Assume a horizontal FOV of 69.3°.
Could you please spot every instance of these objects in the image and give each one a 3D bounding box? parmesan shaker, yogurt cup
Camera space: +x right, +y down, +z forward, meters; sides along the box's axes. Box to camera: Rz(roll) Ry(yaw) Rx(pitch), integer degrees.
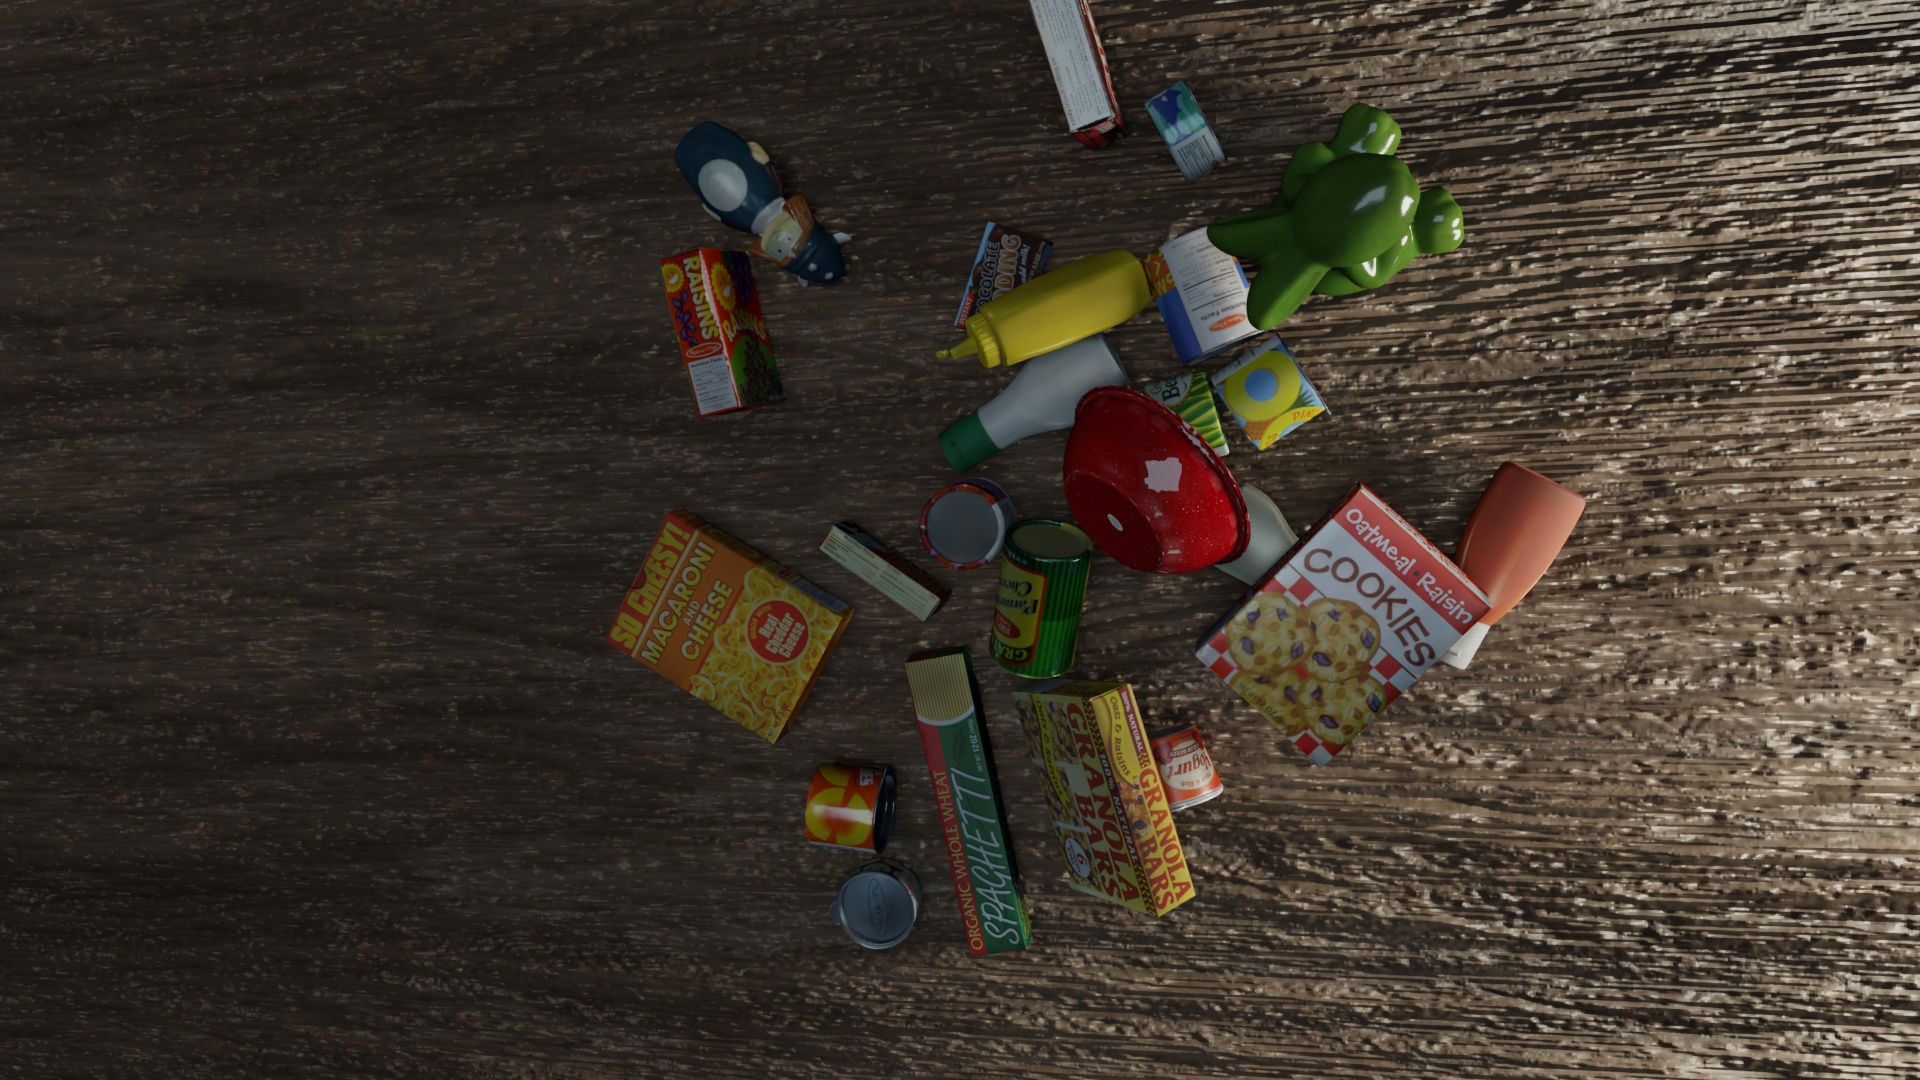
[{"bbox_3d":[0.058,0.042,1.043,0.071,0.072,0.102,12,118,10],"label":"parmesan shaker"},{"bbox_3d":[0.160,0.172,1.055,0.072,0.072,0.054,-17,86,14],"label":"yogurt cup"}]

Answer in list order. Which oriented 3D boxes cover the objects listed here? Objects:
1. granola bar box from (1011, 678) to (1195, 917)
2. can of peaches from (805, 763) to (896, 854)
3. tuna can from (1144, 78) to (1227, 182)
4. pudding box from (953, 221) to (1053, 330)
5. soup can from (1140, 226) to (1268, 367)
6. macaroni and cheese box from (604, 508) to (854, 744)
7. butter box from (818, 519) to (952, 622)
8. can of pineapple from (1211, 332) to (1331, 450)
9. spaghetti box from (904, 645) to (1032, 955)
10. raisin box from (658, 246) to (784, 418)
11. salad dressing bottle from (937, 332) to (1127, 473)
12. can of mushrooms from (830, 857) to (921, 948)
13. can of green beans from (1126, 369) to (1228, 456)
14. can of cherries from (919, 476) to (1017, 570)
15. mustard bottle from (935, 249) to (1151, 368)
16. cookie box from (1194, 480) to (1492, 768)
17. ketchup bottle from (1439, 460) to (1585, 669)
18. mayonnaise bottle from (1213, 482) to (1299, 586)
[{"bbox_3d":[0.105,0.187,1.040,0.039,0.124,0.165,-19,95,-25],"label":"granola bar box"},{"bbox_3d":[-0.087,0.211,1.110,0.058,0.071,0.071,4,99,12],"label":"can of peaches"},{"bbox_3d":[0.160,-0.294,0.991,0.033,0.071,0.071,-29,91,15],"label":"tuna can"},{"bbox_3d":[0.032,-0.194,1.048,0.050,0.030,0.083,22,101,9],"label":"pudding box"},{"bbox_3d":[0.174,-0.176,1.003,0.071,0.071,0.084,-23,89,14],"label":"soup can"},{"bbox_3d":[-0.188,0.068,1.124,0.166,0.040,0.123,30,102,6],"label":"macaroni and cheese box"},{"bbox_3d":[-0.058,0.023,1.084,0.103,0.053,0.024,34,101,5],"label":"butter box"},{"bbox_3d":[0.223,-0.105,1.002,0.058,0.071,0.071,-34,90,15],"label":"can of pineapple"},{"bbox_3d":[0.008,0.209,1.109,0.050,0.029,0.249,-11,95,14],"label":"spaghetti box"},{"bbox_3d":[-0.183,-0.160,1.068,0.040,0.086,0.123,-12,95,18],"label":"raisin box"},{"bbox_3d":[0.053,-0.103,1.050,0.147,0.044,0.064,-30,95,15],"label":"salad dressing bottle"},{"bbox_3d":[-0.068,0.295,1.134,0.071,0.033,0.071,2,99,11],"label":"can of mushrooms"},{"bbox_3d":[0.160,-0.087,1.017,0.058,0.071,0.071,-16,94,13],"label":"can of green beans"},{"bbox_3d":[0.004,-0.013,1.064,0.071,0.058,0.071,2,98,11],"label":"can of cherries"},{"bbox_3d":[0.056,-0.161,1.006,0.160,0.065,0.048,-24,114,-5],"label":"mustard bottle"},{"bbox_3d":[0.270,0.059,0.987,0.123,0.040,0.167,42,106,1],"label":"cookie box"},{"bbox_3d":[0.383,0.021,0.998,0.065,0.043,0.148,28,102,8],"label":"ketchup bottle"},{"bbox_3d":[0.244,0.026,1.029,0.148,0.041,0.064,42,106,2],"label":"mayonnaise bottle"}]
